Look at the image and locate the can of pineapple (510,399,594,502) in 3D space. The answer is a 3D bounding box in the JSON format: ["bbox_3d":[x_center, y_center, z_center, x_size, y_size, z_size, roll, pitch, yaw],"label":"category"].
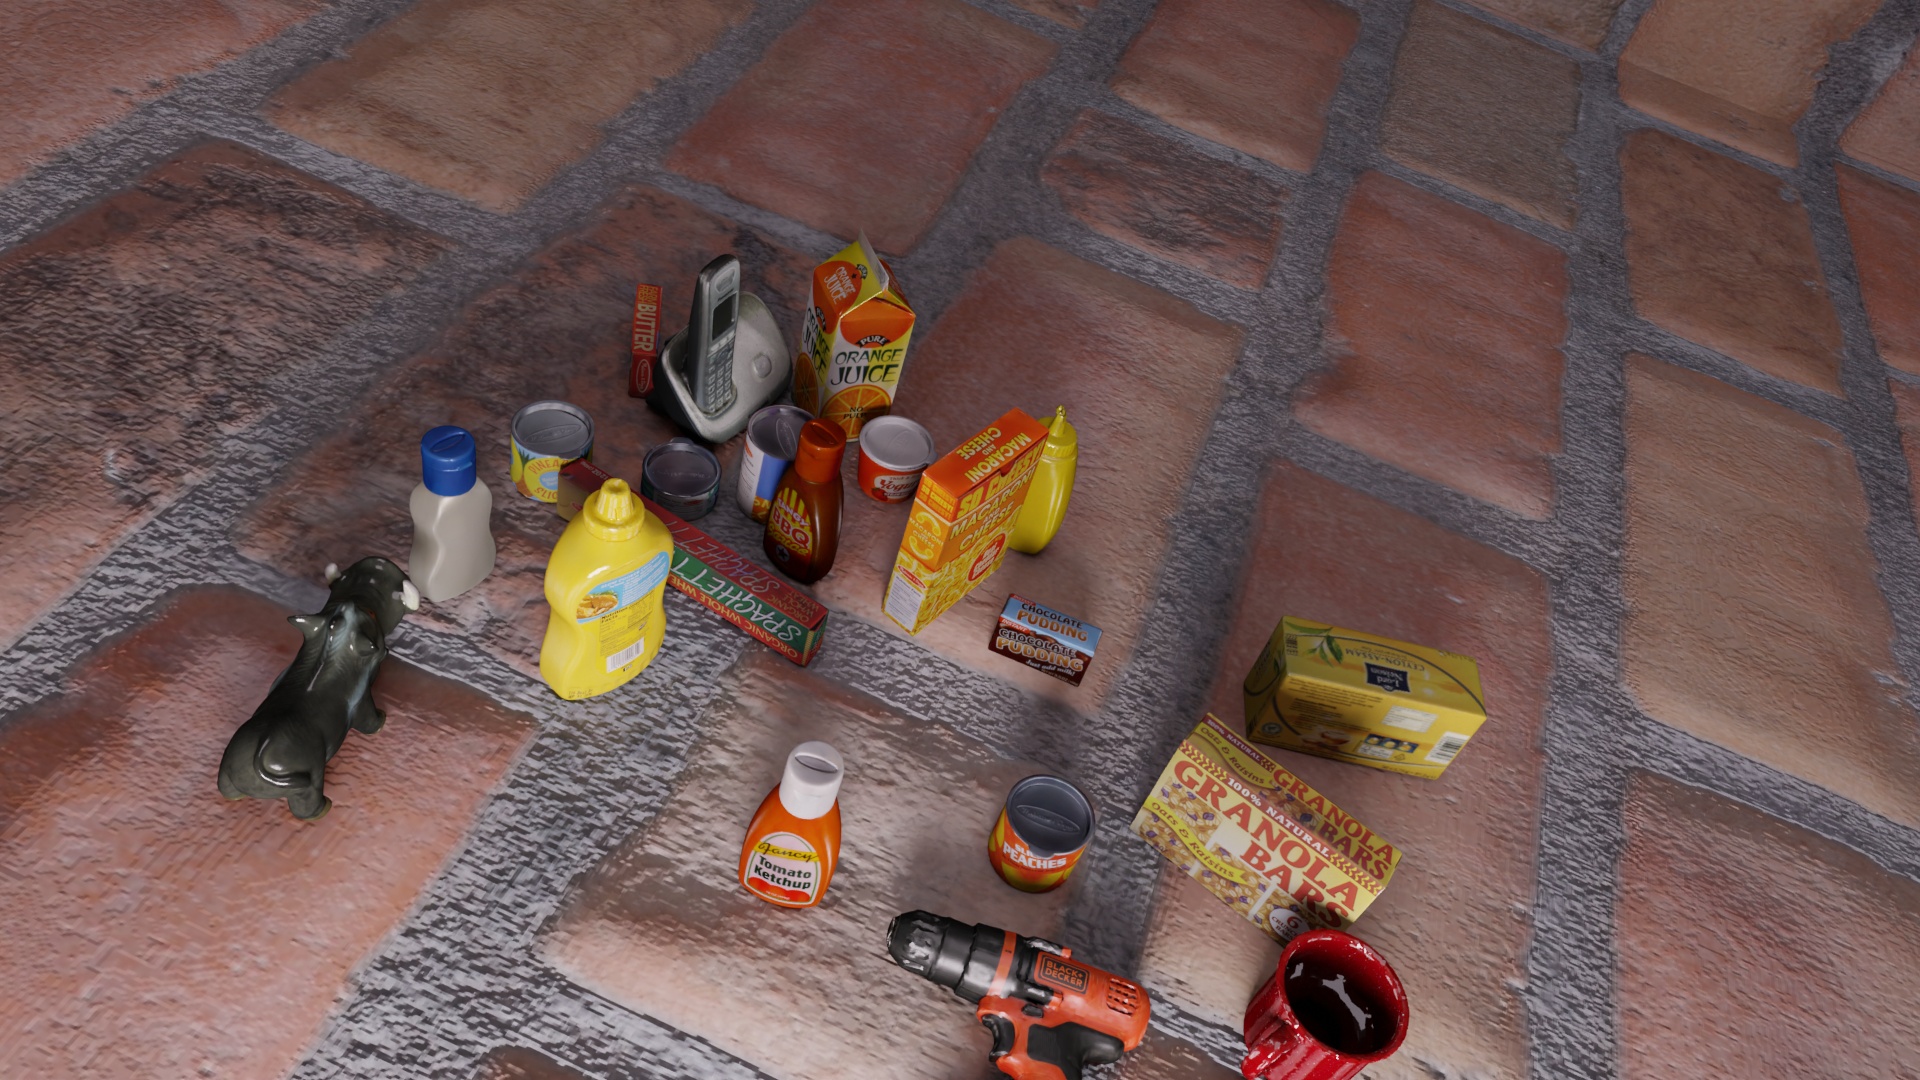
[{"bbox_3d":[-0.338,-0.072,1.148,0.071,0.057,0.071,9,46,-10],"label":"can of pineapple"}]

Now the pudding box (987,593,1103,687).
[{"bbox_3d":[0.070,0.081,1.142,0.084,0.049,0.030,23,45,4],"label":"pudding box"}]

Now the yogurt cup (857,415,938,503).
[{"bbox_3d":[-0.061,-0.070,1.240,0.072,0.053,0.073,9,46,-10],"label":"yogurt cup"}]

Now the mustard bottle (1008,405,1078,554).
[{"bbox_3d":[0.070,-0.058,1.196,0.065,0.159,0.049,28,46,8],"label":"mustard bottle"}]

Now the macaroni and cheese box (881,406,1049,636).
[{"bbox_3d":[0.004,-0.014,1.129,0.040,0.165,0.124,37,48,17],"label":"macaroni and cheese box"}]

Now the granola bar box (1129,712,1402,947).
[{"bbox_3d":[0.218,0.218,1.009,0.166,0.123,0.039,36,47,16],"label":"granola bar box"}]

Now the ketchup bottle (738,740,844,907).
[{"bbox_3d":[-0.107,0.187,0.915,0.065,0.148,0.044,18,45,-1],"label":"ketchup bottle"}]

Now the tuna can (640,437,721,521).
[{"bbox_3d":[-0.238,-0.052,1.180,0.071,0.032,0.071,9,46,-10],"label":"tuna can"}]

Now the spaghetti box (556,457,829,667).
[{"bbox_3d":[-0.216,0.017,1.109,0.250,0.049,0.029,30,46,11],"label":"spaghetti box"}]

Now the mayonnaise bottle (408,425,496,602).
[{"bbox_3d":[-0.375,-0.021,1.024,0.041,0.147,0.065,37,48,17],"label":"mayonnaise bottle"}]

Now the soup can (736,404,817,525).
[{"bbox_3d":[-0.151,-0.063,1.182,0.071,0.083,0.072,9,46,-10],"label":"soup can"}]

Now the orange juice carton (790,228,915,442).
[{"bbox_3d":[-0.094,-0.179,1.234,0.073,0.191,0.072,-7,51,-24],"label":"orange juice carton"}]

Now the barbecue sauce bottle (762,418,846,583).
[{"bbox_3d":[-0.121,-0.034,1.119,0.065,0.147,0.044,40,49,19],"label":"barbecue sauce bottle"}]

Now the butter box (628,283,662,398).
[{"bbox_3d":[-0.289,-0.184,1.274,0.024,0.052,0.104,5,47,-14],"label":"butter box"}]

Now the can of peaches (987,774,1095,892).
[{"bbox_3d":[0.057,0.215,1.006,0.071,0.057,0.071,9,46,-10],"label":"can of peaches"}]
